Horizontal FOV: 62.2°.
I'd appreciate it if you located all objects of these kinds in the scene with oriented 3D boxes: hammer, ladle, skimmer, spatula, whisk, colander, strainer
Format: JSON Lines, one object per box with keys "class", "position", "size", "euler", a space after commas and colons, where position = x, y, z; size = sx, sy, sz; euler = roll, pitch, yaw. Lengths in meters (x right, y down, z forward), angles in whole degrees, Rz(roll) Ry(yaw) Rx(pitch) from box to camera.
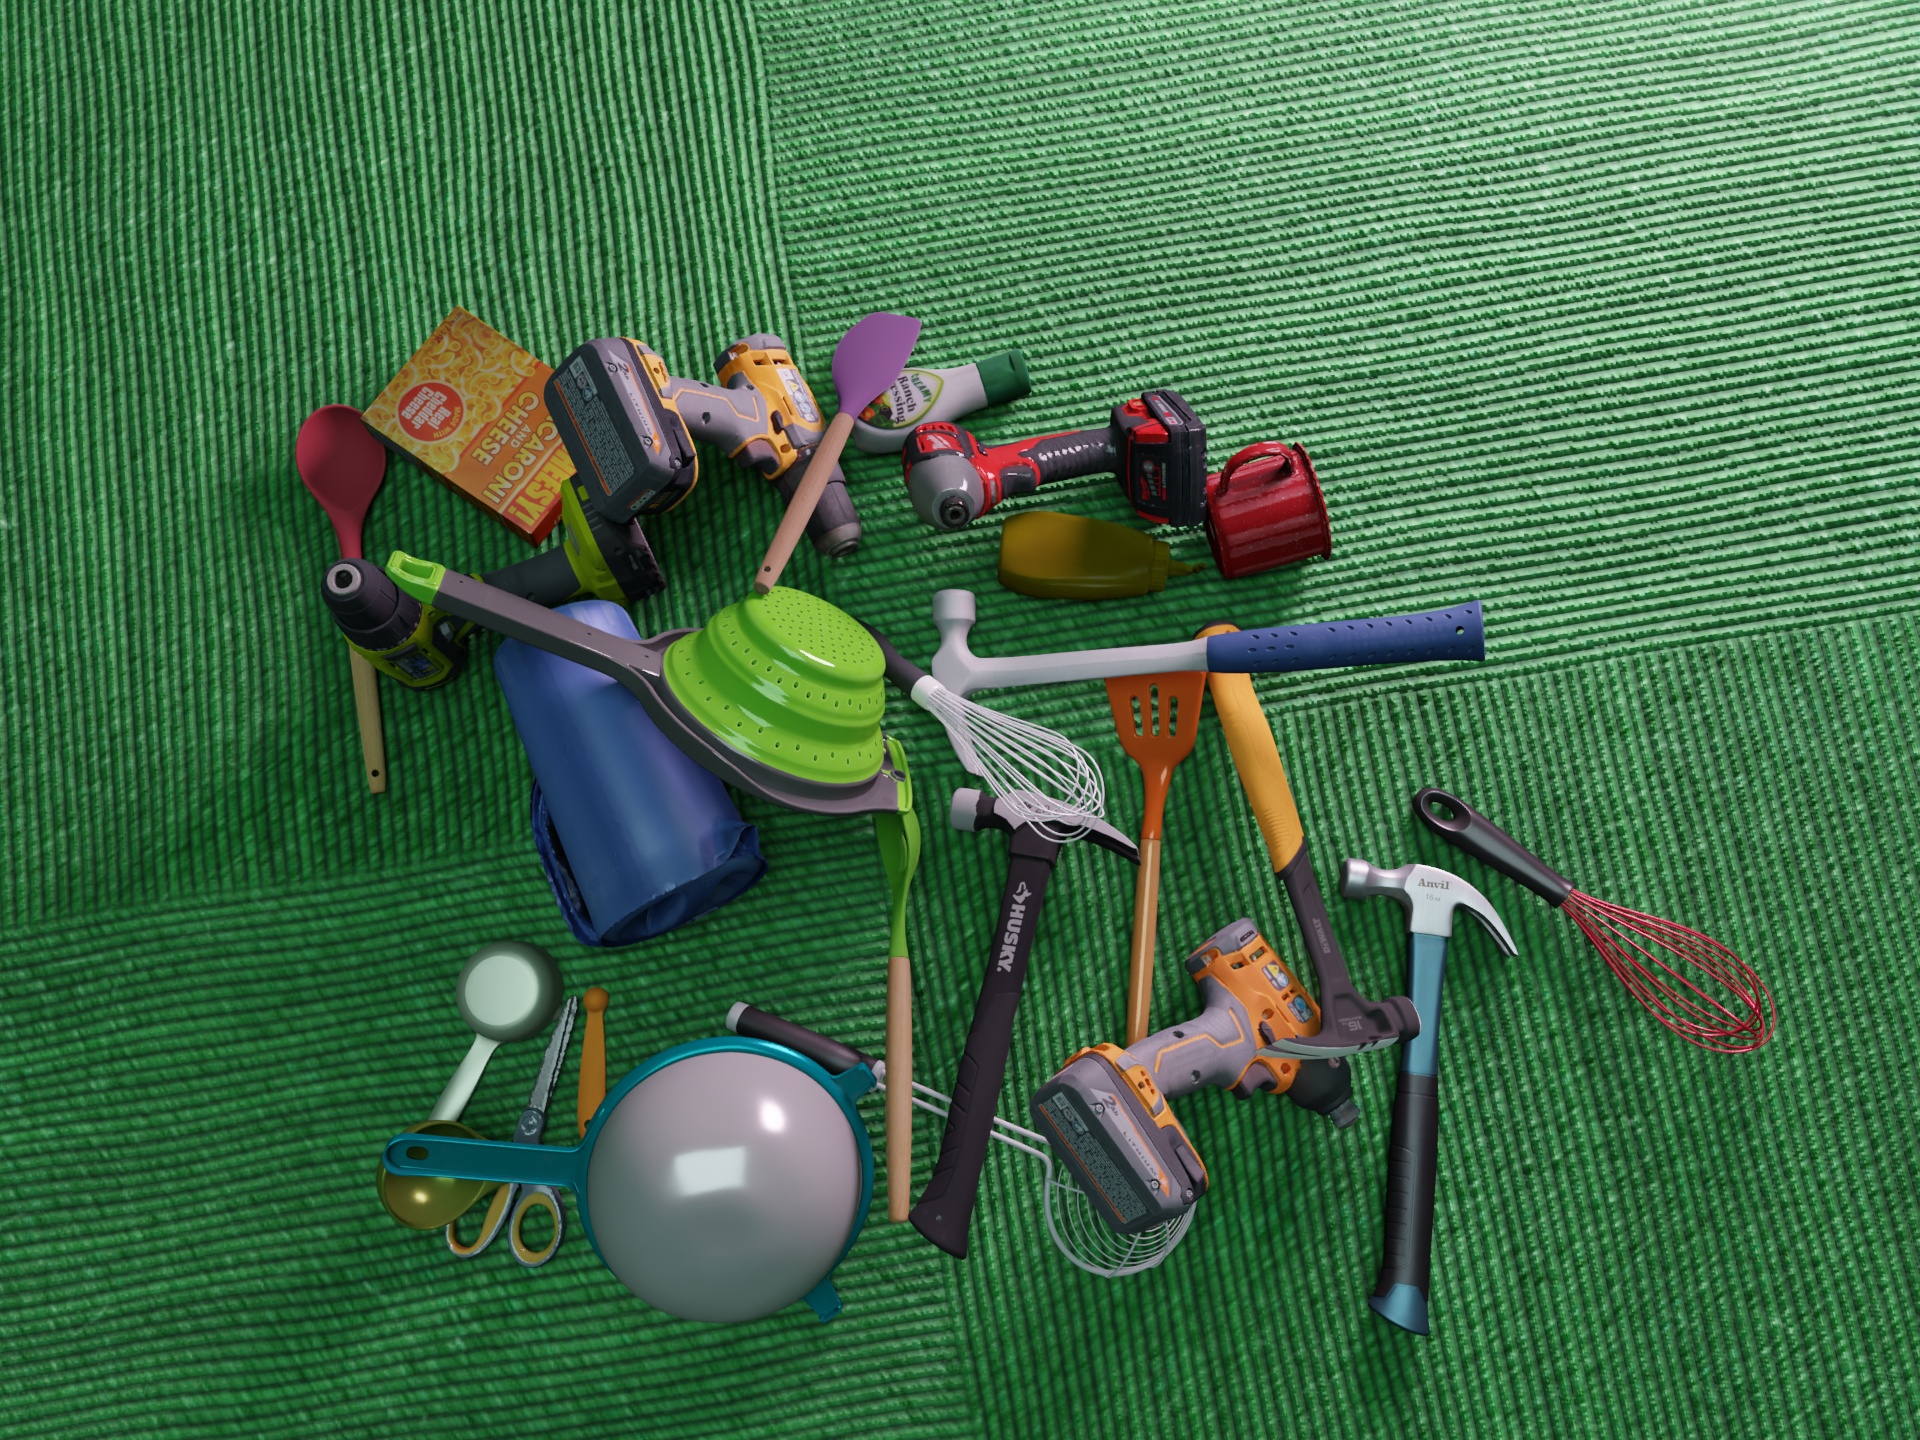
{"class": "hammer", "position": [0.330, 0.271, 1.156], "size": [0.128, 0.033, 0.331], "euler": [6, 80, 5]}
{"class": "ladle", "position": [-0.254, 0.327, 1.147], "size": [0.320, 0.062, 0.078], "euler": [2, 92, -5]}
{"class": "hammer", "position": [0.030, 0.209, 1.130], "size": [0.146, 0.035, 0.335], "euler": [8, 66, 16]}
{"class": "ladle", "position": [-0.479, -0.097, 1.263], "size": [0.069, 0.031, 0.315], "euler": [-8, 81, -11]}
{"class": "skimmer", "position": [-0.002, 0.289, 1.169], "size": [0.363, 0.090, 0.127], "euler": [20, 76, 16]}
{"class": "spatula", "position": [-0.098, -0.211, 1.199], "size": [0.060, 0.018, 0.316], "euler": [12, 53, 10]}
{"class": "whisk", "position": [0.460, 0.141, 1.165], "size": [0.296, 0.073, 0.073], "euler": [37, 83, 15]}
{"class": "colander", "position": [-0.192, -0.060, 1.109], "size": [0.396, 0.205, 0.094], "euler": [23, 114, -19]}
{"class": "hammer", "position": [0.226, 0.079, 1.158], "size": [0.127, 0.034, 0.337], "euler": [-2, 65, -28]}
{"class": "strainer", "position": [-0.224, 0.324, 1.085], "size": [0.340, 0.095, 0.211], "euler": [8, 98, -10]}
{"class": "hammer", "position": [0.172, -0.041, 1.166], "size": [0.405, 0.035, 0.144], "euler": [-4, 81, 19]}
{"class": "whisk", "position": [-0.002, -0.003, 1.174], "size": [0.285, 0.070, 0.070], "euler": [37, 82, 32]}
{"class": "spatula", "position": [0.138, 0.112, 1.189], "size": [0.081, 0.041, 0.323], "euler": [1, 80, 20]}

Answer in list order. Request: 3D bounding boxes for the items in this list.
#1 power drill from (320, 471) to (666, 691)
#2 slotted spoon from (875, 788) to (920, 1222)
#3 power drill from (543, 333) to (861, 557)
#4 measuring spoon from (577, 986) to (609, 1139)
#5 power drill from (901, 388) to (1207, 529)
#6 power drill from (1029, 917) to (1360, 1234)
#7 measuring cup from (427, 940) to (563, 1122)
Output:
{"class": "power drill", "position": [-0.347, -0.105, 1.180], "size": [0.228, 0.190, 0.080], "euler": [-24, 78, -7]}
{"class": "slotted spoon", "position": [-0.045, 0.198, 1.146], "size": [0.031, 0.070, 0.314], "euler": [6, 67, -16]}
{"class": "power drill", "position": [-0.177, -0.200, 1.187], "size": [0.084, 0.226, 0.185], "euler": [-32, 80, 36]}
{"class": "measuring spoon", "position": [-0.277, 0.259, 1.194], "size": [0.021, 0.011, 0.117], "euler": [0, 79, 2]}
{"class": "power drill", "position": [0.068, -0.187, 1.194], "size": [0.219, 0.143, 0.078], "euler": [-6, 118, -3]}
{"class": "power drill", "position": [0.175, 0.255, 1.103], "size": [0.226, 0.084, 0.164], "euler": [-29, 77, -36]}
{"class": "measuring cup", "position": [-0.361, 0.242, 1.186], "size": [0.083, 0.038, 0.167], "euler": [26, 79, 7]}
